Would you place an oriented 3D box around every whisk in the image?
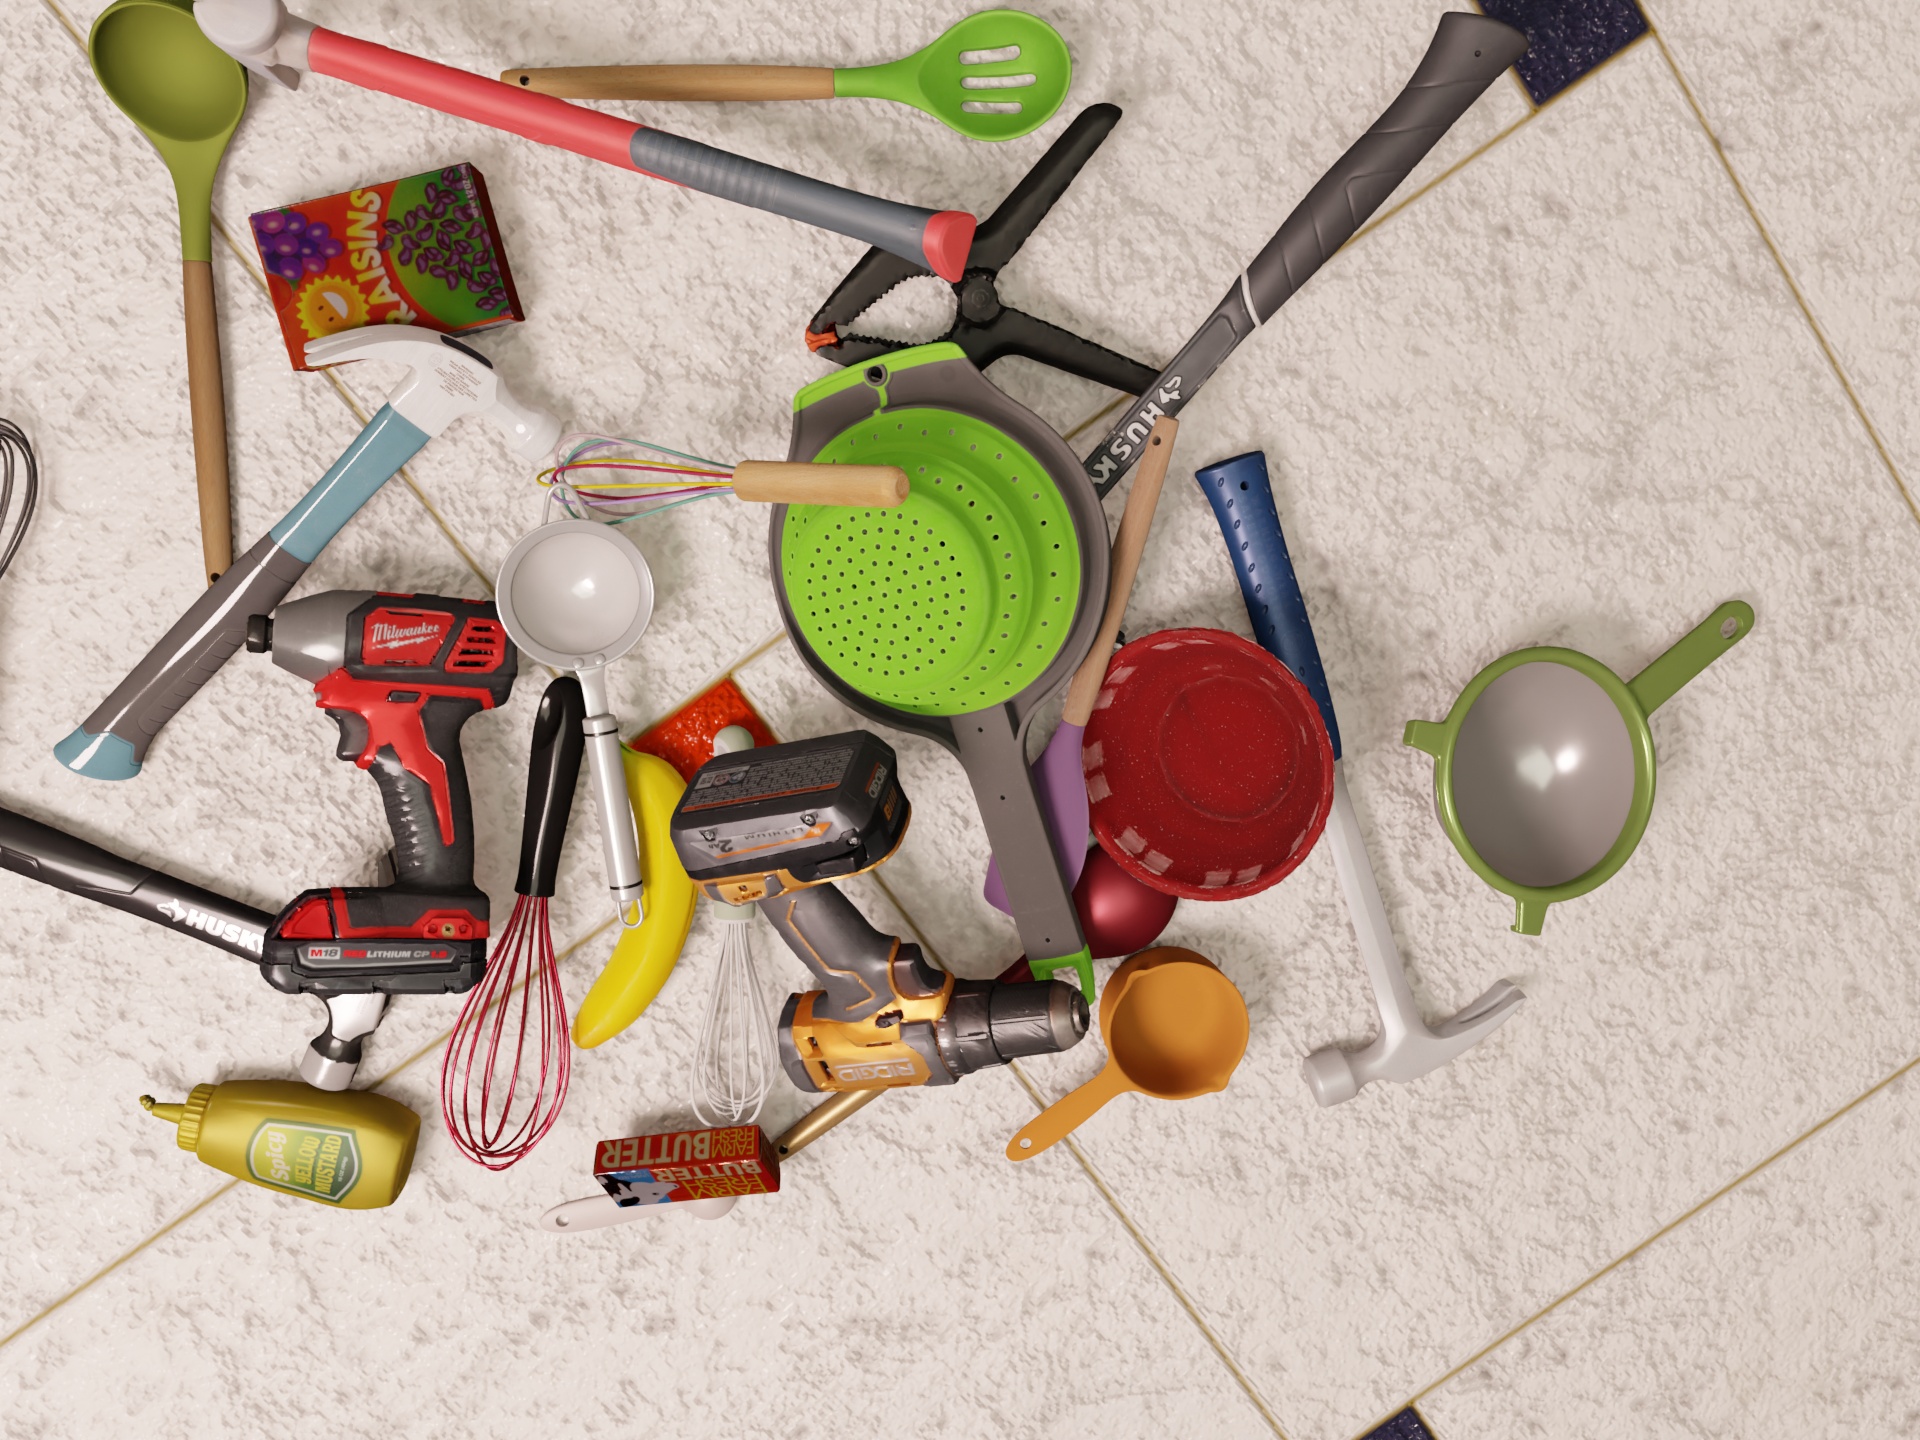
[{"bbox_3d":[-0.133,-0.126,0.845,0.245,0.047,0.051,8,89,32],"label":"whisk"},{"bbox_3d":[-0.252,0.120,0.934,0.073,0.073,0.296,9,93,-7],"label":"whisk"},{"bbox_3d":[-0.551,-0.049,0.870,0.055,0.055,0.239,11,90,-7],"label":"whisk"},{"bbox_3d":[-0.136,0.125,0.951,0.059,0.058,0.246,-4,97,-39],"label":"whisk"}]

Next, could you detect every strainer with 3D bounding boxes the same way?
[{"bbox_3d":[-0.207,-0.005,0.902,0.087,0.050,0.258,-9,100,-13],"label":"strainer"},{"bbox_3d":[0.378,0.002,0.973,0.256,0.069,0.151,-35,100,-16],"label":"strainer"}]

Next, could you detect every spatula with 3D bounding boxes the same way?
[{"bbox_3d":[0.075,-0.022,0.920,0.060,0.018,0.315,25,111,25],"label":"spatula"}]

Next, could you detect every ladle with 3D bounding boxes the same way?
[{"bbox_3d":[0.004,0.179,0.982,0.315,0.031,0.069,-37,90,4],"label":"ladle"},{"bbox_3d":[-0.417,-0.222,0.863,0.078,0.062,0.320,1,102,-3],"label":"ladle"}]

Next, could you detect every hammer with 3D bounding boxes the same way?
[{"bbox_3d":[0.150,-0.212,0.875,0.149,0.036,0.409,39,108,-10],"label":"hammer"},{"bbox_3d":[0.229,0.033,0.971,0.144,0.035,0.405,-19,101,-1],"label":"hammer"},{"bbox_3d":[-0.380,-0.086,0.885,0.331,0.033,0.128,-44,128,8],"label":"hammer"},{"bbox_3d":[-0.485,0.089,0.919,0.334,0.035,0.146,24,97,-8],"label":"hammer"},{"bbox_3d":[-0.181,-0.303,0.838,0.386,0.143,0.038,14,99,-12],"label":"hammer"}]

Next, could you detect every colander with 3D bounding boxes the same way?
[{"bbox_3d":[-0.001,-0.003,0.882,0.204,0.094,0.397,-13,103,21],"label":"colander"}]

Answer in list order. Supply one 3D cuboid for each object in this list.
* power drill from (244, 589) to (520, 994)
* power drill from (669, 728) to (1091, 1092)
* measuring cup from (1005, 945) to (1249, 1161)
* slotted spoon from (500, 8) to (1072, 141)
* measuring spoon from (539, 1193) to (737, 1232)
[{"bbox_3d":[-0.323,0.037,0.877,0.143,0.078,0.220,4,85,-23],"label":"power drill"},{"bbox_3d":[-0.041,0.117,0.890,0.185,0.084,0.226,-10,122,21],"label":"power drill"},{"bbox_3d":[0.096,0.209,0.982,0.173,0.052,0.095,-38,101,4],"label":"measuring cup"},{"bbox_3d":[-0.096,-0.356,0.882,0.313,0.031,0.070,-2,100,-3],"label":"slotted spoon"},{"bbox_3d":[-0.201,0.304,0.988,0.124,0.018,0.034,-10,100,-3],"label":"measuring spoon"}]
